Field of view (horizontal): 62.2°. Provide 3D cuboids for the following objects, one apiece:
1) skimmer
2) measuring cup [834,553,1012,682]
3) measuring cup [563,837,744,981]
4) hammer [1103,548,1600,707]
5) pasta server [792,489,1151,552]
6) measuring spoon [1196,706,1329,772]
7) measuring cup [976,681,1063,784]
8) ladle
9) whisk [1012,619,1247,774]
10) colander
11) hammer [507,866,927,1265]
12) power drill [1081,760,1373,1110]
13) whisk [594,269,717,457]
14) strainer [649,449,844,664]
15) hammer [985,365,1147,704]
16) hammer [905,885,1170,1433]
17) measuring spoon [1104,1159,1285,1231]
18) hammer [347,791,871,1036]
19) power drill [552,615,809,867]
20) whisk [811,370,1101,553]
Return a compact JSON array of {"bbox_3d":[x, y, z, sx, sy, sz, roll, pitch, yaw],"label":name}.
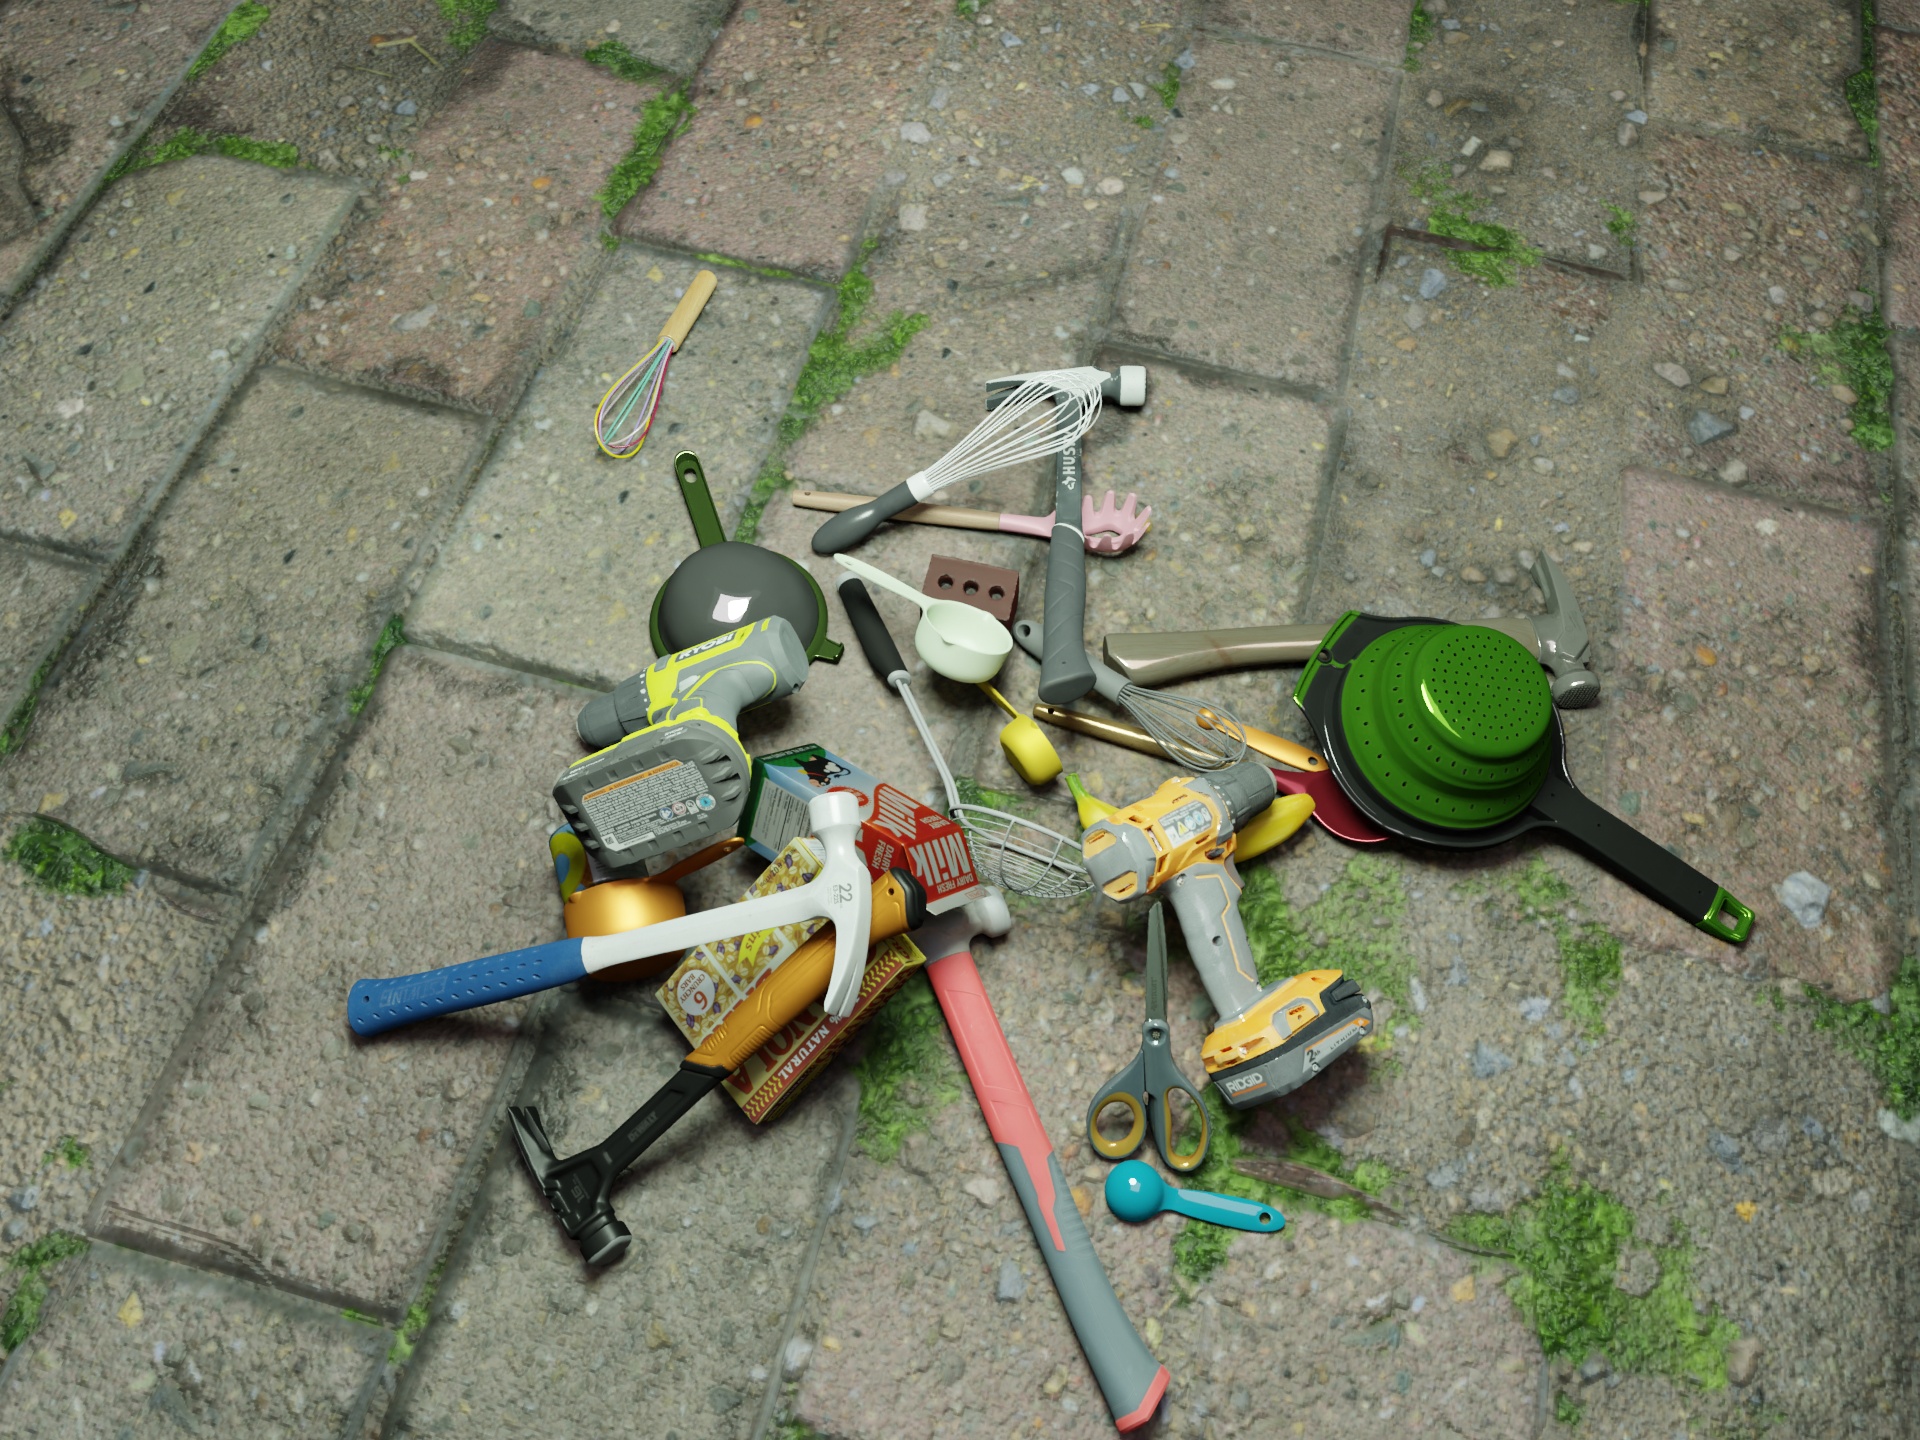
[{"bbox_3d":[-0.002,-0.004,1.265,0.090,0.127,0.364,-35,56,10],"label":"skimmer"},{"bbox_3d":[-0.038,-0.083,1.289,0.168,0.038,0.083,30,29,14],"label":"measuring cup"},{"bbox_3d":[-0.212,0.138,1.140,0.173,0.095,0.052,-30,60,32],"label":"measuring cup"},{"bbox_3d":[0.325,-0.074,1.353,0.410,0.038,0.146,-2,58,-4],"label":"hammer"},{"bbox_3d":[0.008,-0.184,1.402,0.316,0.040,0.060,7,48,3],"label":"pasta server"},{"bbox_3d":[0.250,0.015,1.311,0.117,0.011,0.021,24,62,11],"label":"measuring spoon"},{"bbox_3d":[0.026,-0.005,1.297,0.029,0.062,0.157,-37,57,-10],"label":"measuring cup"},{"bbox_3d":[0.210,0.034,1.290,0.315,0.031,0.069,16,66,9],"label":"ladle"},{"bbox_3d":[0.133,-0.026,1.293,0.239,0.055,0.055,33,63,31],"label":"whisk"},{"bbox_3d":[0.456,0.038,1.229,0.397,0.094,0.204,34,66,6],"label":"colander"},{"bbox_3d":[-0.159,0.214,1.082,0.337,0.034,0.127,-42,66,5],"label":"hammer"},{"bbox_3d":[0.206,0.142,1.157,0.185,0.084,0.226,-23,80,-40],"label":"power drill"},{"bbox_3d":[-0.280,-0.333,1.479,0.047,0.051,0.245,28,56,-11],"label":"whisk"},{"bbox_3d":[-0.204,-0.143,1.349,0.151,0.069,0.257,-16,63,-12],"label":"strainer"},{"bbox_3d":[0.086,-0.172,1.350,0.149,0.036,0.409,1,48,4],"label":"hammer"},{"bbox_3d":[0.031,0.306,1.116,0.143,0.038,0.387,-18,62,-12],"label":"hammer"},{"bbox_3d":[0.165,0.337,1.109,0.128,0.021,0.042,11,76,2],"label":"measuring spoon"},{"bbox_3d":[-0.246,0.165,1.091,0.405,0.035,0.144,-15,69,17],"label":"hammer"},{"bbox_3d":[-0.220,0.012,1.187,0.190,0.080,0.229,-20,23,12],"label":"power drill"},{"bbox_3d":[-0.006,-0.215,1.358,0.284,0.070,0.070,-28,62,12],"label":"whisk"}]
